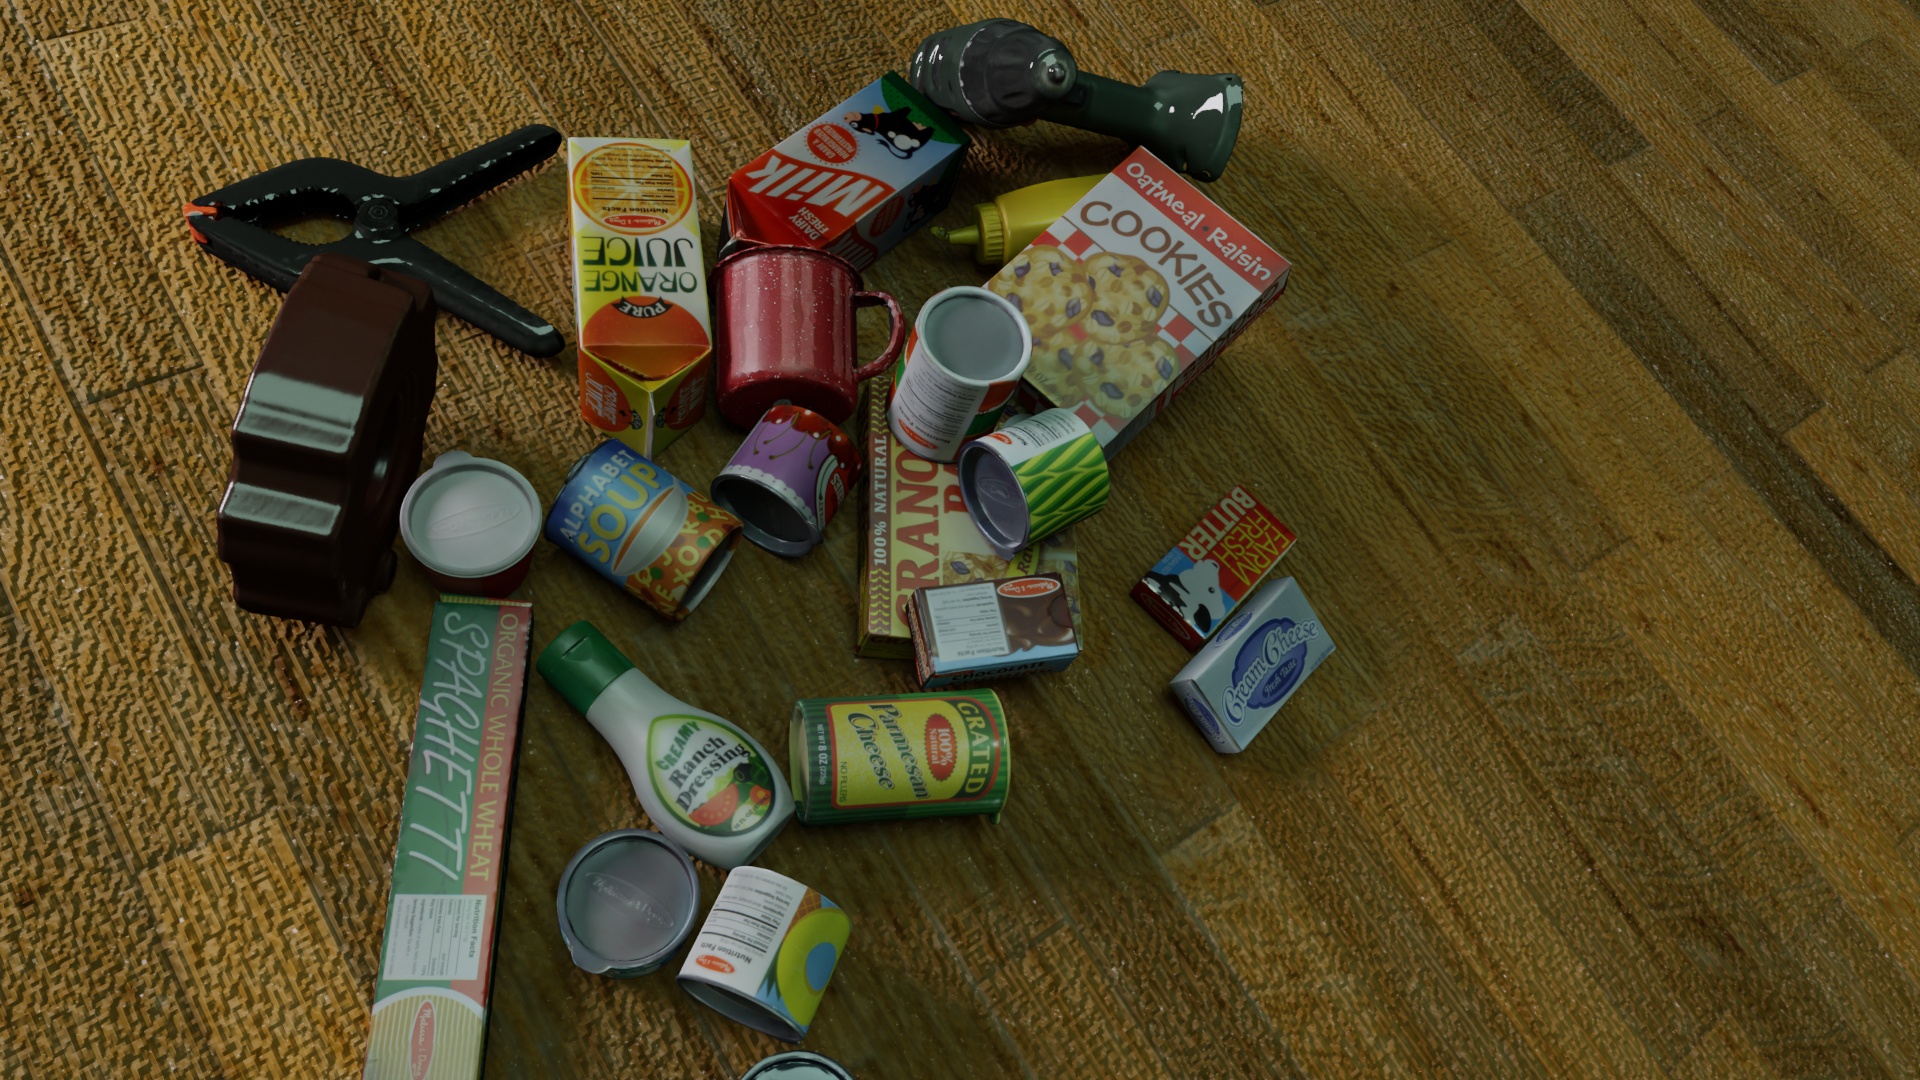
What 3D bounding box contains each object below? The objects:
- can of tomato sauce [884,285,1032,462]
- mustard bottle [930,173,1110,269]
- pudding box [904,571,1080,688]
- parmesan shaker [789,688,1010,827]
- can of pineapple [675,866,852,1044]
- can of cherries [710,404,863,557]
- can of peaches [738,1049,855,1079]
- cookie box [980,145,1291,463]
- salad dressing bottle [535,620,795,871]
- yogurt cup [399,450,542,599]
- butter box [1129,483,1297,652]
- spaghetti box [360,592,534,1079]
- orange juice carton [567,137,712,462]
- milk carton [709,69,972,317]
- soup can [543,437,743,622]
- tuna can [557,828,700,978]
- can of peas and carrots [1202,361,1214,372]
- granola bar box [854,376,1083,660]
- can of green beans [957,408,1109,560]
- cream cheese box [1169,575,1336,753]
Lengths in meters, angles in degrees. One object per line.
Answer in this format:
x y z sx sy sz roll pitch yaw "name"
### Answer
-0.001 -0.094 0.778 0.071 0.082 0.071 7 62 -13 "can of tomato sauce"
0.058 -0.204 0.914 0.160 0.065 0.049 -8 61 -13 "mustard bottle"
0.017 0.048 0.741 0.084 0.030 0.050 -6 68 -18 "pudding box"
-0.032 0.115 0.718 0.103 0.071 0.071 -1 64 -16 "parmesan shaker"
-0.092 0.197 0.660 0.071 0.070 0.058 26 60 -1 "can of pineapple"
-0.094 -0.033 0.777 0.071 0.071 0.059 30 58 1 "can of cherries"
-0.080 0.270 0.627 0.071 0.057 0.071 6 63 -12 "can of peaches"
0.096 -0.142 0.833 0.123 0.040 0.168 43 76 14 "cookie box"
-0.151 0.102 0.704 0.148 0.043 0.064 41 61 8 "salad dressing bottle"
-0.253 -0.002 0.724 0.072 0.053 0.073 6 62 -12 "yogurt cup"
0.155 0.016 0.846 0.053 0.024 0.104 44 61 8 "butter box"
-0.242 0.145 0.665 0.050 0.028 0.251 5 62 -13 "spaghetti box"
-0.186 -0.136 0.803 0.073 0.071 0.193 -3 64 -17 "orange juice carton"
-0.086 -0.207 0.868 0.073 0.072 0.191 42 61 8 "milk carton"
-0.168 -0.006 0.740 0.084 0.071 0.072 33 60 2 "soup can"
-0.161 0.177 0.668 0.071 0.032 0.071 7 62 -12 "tuna can"
0.118 -0.123 0.884 0.071 0.070 0.059 -25 72 -25 "can of peas and carrots"
0.003 -0.010 0.808 0.124 0.039 0.166 6 62 -14 "granola bar box"
0.040 -0.034 0.769 0.058 0.071 0.071 -24 72 -26 "can of green beans"
0.172 0.072 0.811 0.104 0.024 0.053 -40 101 -29 "cream cheese box"
